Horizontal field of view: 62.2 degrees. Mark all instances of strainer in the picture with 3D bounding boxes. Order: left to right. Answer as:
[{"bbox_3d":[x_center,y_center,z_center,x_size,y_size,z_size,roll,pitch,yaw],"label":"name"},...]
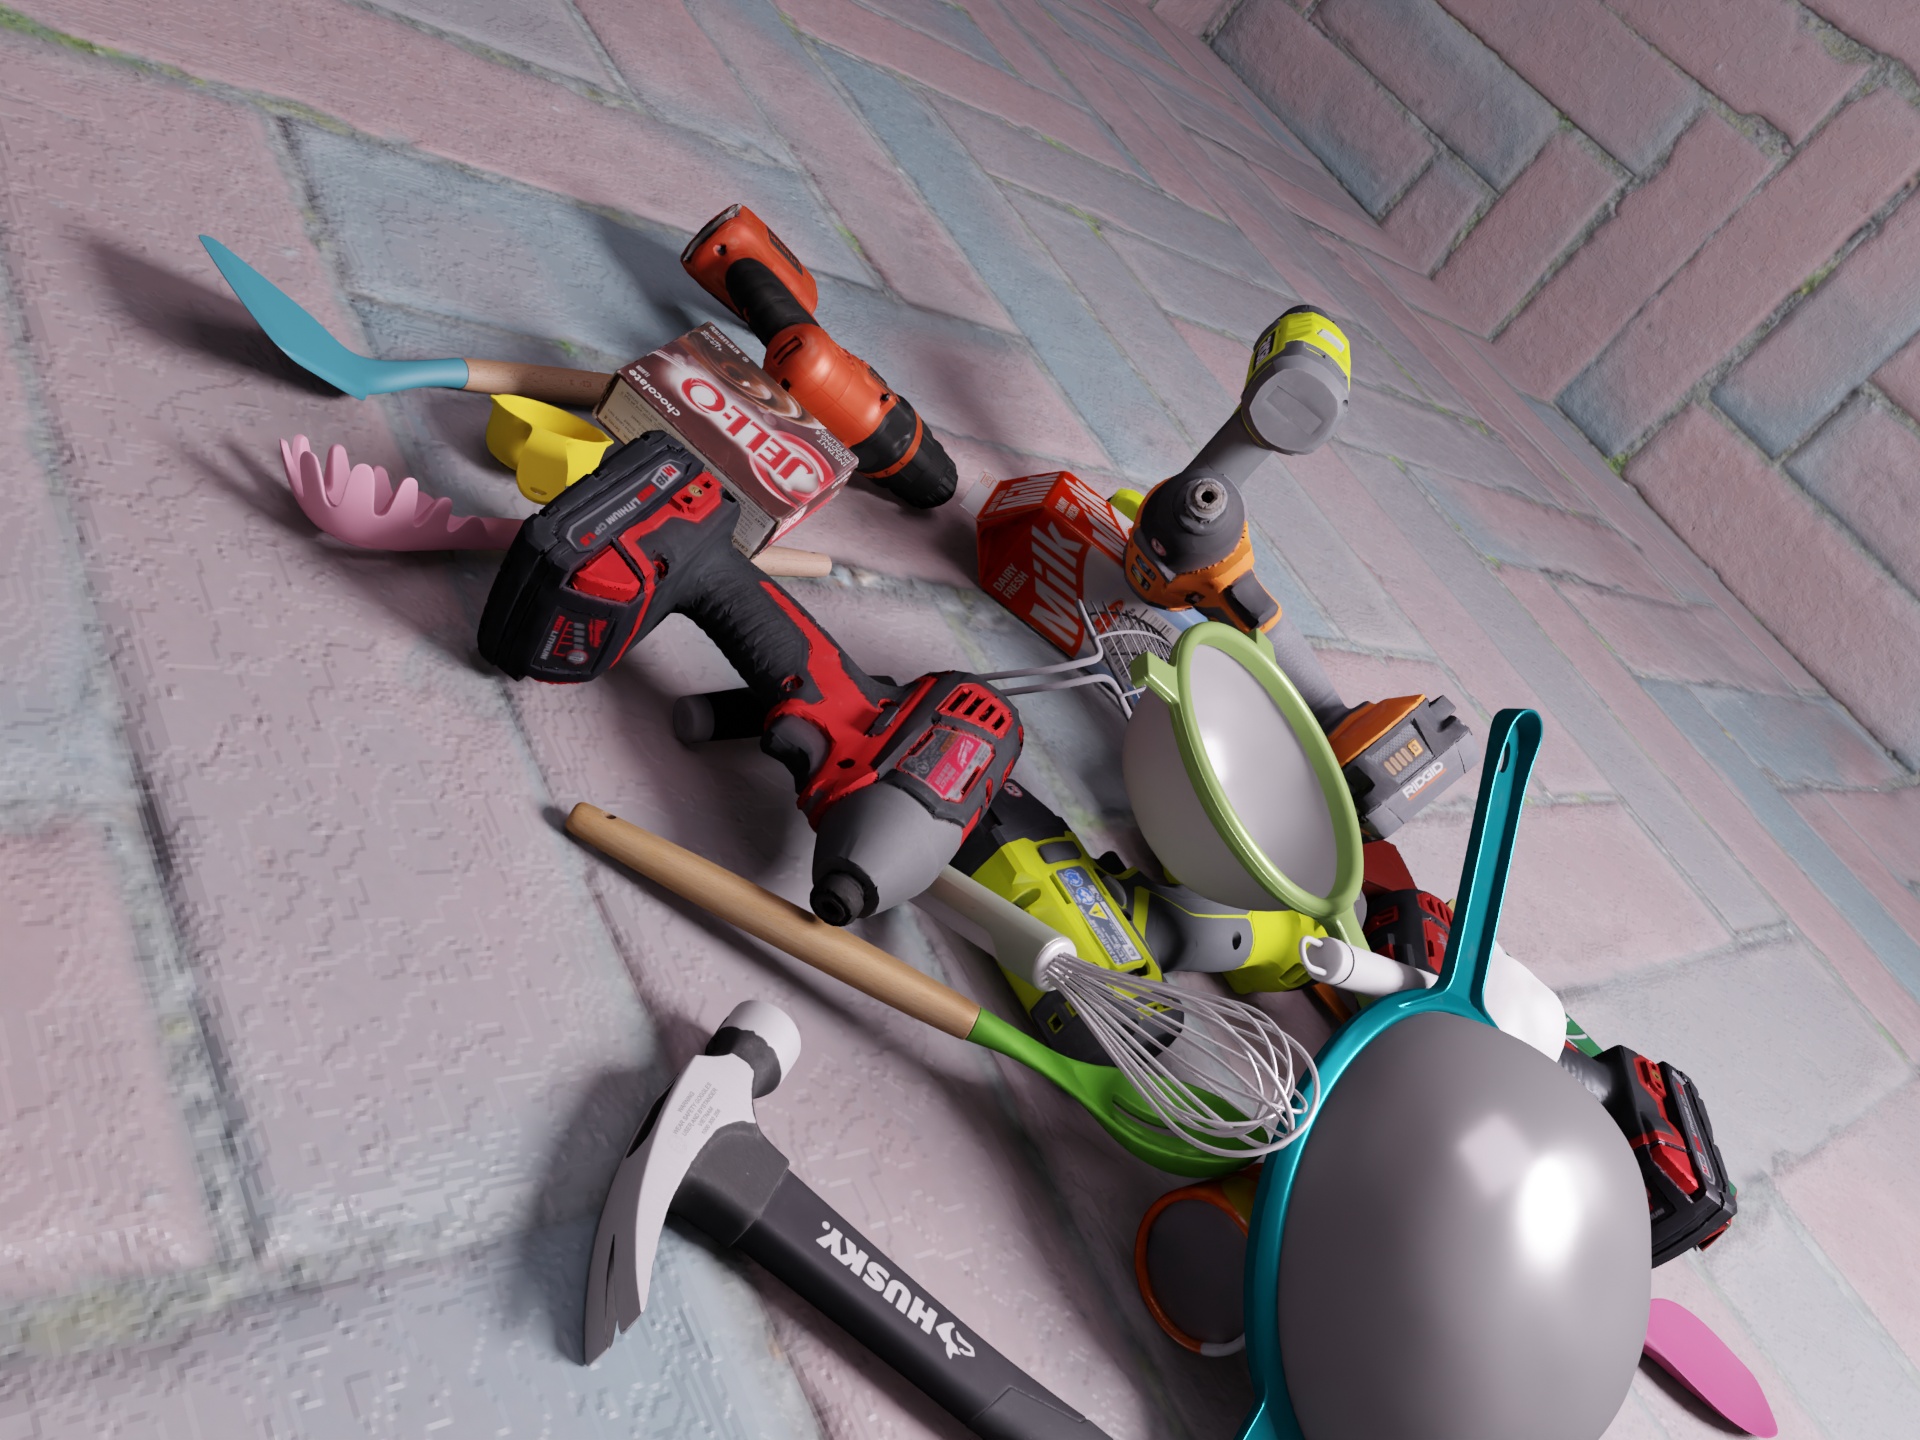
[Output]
[{"bbox_3d":[0.145,0.081,0.750,0.151,0.069,0.256,-14,78,-58],"label":"strainer"},{"bbox_3d":[0.223,0.129,0.727,0.258,0.050,0.087,22,65,-44],"label":"strainer"},{"bbox_3d":[0.229,0.157,0.643,0.210,0.095,0.340,25,75,-39],"label":"strainer"}]

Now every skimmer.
[{"bbox_3d":[-0.001,-0.003,0.850,0.363,0.090,0.127,-7,66,-40],"label":"skimmer"}]

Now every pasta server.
[{"bbox_3d":[-0.173,-0.093,0.764,0.060,0.040,0.316,24,15,37],"label":"pasta server"}]

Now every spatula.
[{"bbox_3d":[-0.229,-0.182,0.813,0.082,0.044,0.317,50,30,22],"label":"spatula"}]

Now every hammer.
[{"bbox_3d":[0.019,0.244,0.546,0.335,0.035,0.146,40,29,-2],"label":"hammer"}]

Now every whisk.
[{"bbox_3d":[0.044,0.105,0.655,0.059,0.057,0.247,-39,41,-23],"label":"whisk"}]

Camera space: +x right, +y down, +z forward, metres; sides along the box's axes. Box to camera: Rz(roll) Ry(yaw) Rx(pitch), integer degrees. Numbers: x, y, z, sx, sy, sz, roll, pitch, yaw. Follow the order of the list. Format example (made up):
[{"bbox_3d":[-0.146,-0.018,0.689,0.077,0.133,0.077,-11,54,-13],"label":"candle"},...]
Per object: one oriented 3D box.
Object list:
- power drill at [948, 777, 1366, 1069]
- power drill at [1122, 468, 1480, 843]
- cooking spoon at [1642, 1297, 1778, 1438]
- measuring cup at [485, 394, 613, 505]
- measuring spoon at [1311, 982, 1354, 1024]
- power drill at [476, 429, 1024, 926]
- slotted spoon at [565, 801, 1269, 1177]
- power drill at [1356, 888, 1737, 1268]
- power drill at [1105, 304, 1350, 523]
[{"bbox_3d":[0.093,0.081,0.804,0.223,0.080,0.171,-4,53,-47],"label":"power drill"},{"bbox_3d":[0.178,-0.041,0.878,0.226,0.084,0.164,51,-3,7],"label":"power drill"},{"bbox_3d":[0.315,0.295,0.824,0.318,0.017,0.069,33,28,-18],"label":"cooking spoon"},{"bbox_3d":[-0.196,-0.116,0.739,0.062,0.029,0.157,19,20,-19],"label":"measuring cup"},{"bbox_3d":[0.213,0.168,0.891,0.021,0.011,0.117,8,39,-56],"label":"measuring spoon"},{"bbox_3d":[-0.086,-0.012,0.679,0.219,0.078,0.143,37,43,-1],"label":"power drill"},{"bbox_3d":[-0.018,0.111,0.648,0.313,0.031,0.070,28,13,-4],"label":"slotted spoon"},{"bbox_3d":[0.310,0.210,0.868,0.226,0.080,0.188,36,30,-11],"label":"power drill"},{"bbox_3d":[0.178,-0.181,1.085,0.080,0.228,0.191,37,30,-7],"label":"power drill"}]
